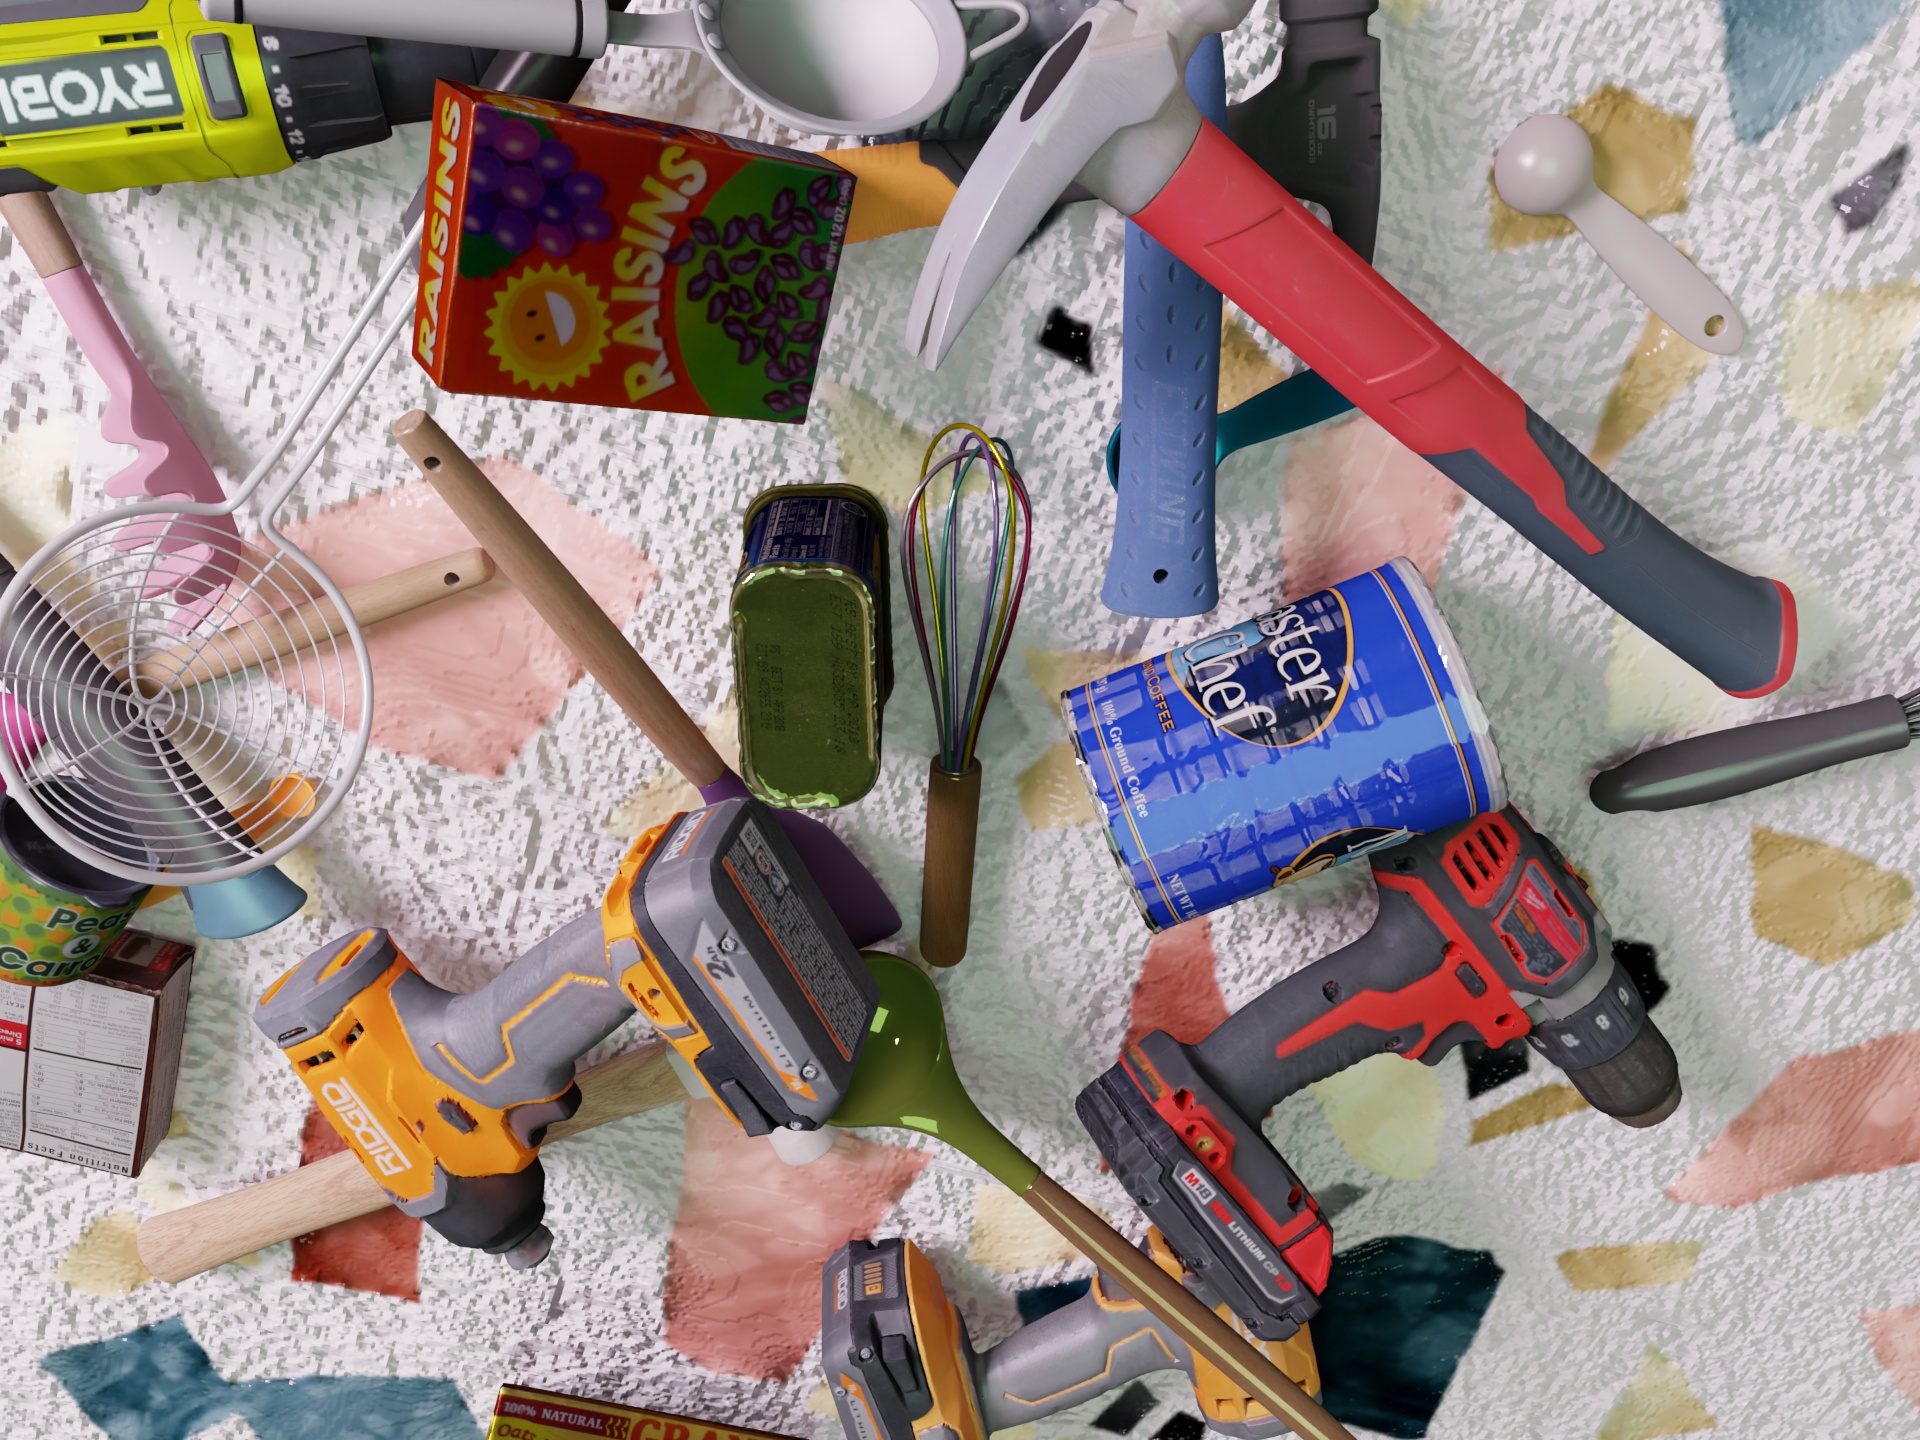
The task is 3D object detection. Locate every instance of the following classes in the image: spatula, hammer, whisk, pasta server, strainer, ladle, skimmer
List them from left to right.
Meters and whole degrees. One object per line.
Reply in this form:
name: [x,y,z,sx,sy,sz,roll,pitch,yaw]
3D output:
hammer: [-0.367,-0.048,0.595,0.128,0.033,0.330,-29,108,13]
pasta server: [-0.330,-0.177,0.545,0.040,0.060,0.316,-36,117,-32]
skimmer: [-0.181,-0.111,0.509,0.127,0.090,0.363,26,107,-43]
hammer: [-0.231,0.194,0.732,0.331,0.031,0.130,-21,115,9]
strainer: [-0.103,-0.205,0.470,0.258,0.087,0.050,-5,156,-25]
spatula: [-0.111,0.005,0.602,0.060,0.018,0.315,-23,133,10]
hammer: [-0.023,-0.177,0.554,0.337,0.034,0.127,-6,115,2]
whisk: [-0.002,-0.003,0.641,0.047,0.051,0.244,13,121,15]
ladle: [0.052,0.216,0.678,0.320,0.062,0.078,39,78,5]
hammer: [0.074,-0.227,0.494,0.144,0.035,0.405,-1,114,0]
hammer: [0.163,-0.089,0.543,0.386,0.038,0.143,29,105,-30]
whisk: [0.377,-0.001,0.646,0.239,0.055,0.055,-16,116,12]

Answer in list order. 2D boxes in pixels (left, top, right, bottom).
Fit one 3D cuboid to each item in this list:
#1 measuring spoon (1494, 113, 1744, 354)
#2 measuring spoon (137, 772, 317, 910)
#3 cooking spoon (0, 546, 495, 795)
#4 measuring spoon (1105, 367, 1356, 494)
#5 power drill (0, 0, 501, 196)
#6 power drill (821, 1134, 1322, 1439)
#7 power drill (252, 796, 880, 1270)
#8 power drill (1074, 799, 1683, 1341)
measuring spoon: [0.243,-0.170,0.572,0.124,0.018,0.034,34,110,-17]
measuring spoon: [-0.317,0.052,0.674,0.117,0.011,0.021,-28,106,16]
cooking spoon: [-0.332,-0.014,0.635,0.319,0.017,0.068,-18,116,8]
measuring spoon: [0.114,-0.117,0.600,0.128,0.021,0.042,-22,114,-1]
power drill: [-0.246,-0.277,0.470,0.190,0.080,0.228,-12,118,-13]
power drill: [0.050,0.272,0.752,0.226,0.084,0.185,-13,111,1]
power drill: [-0.150,0.136,0.636,0.226,0.084,0.164,-22,109,20]
power drill: [0.184,0.152,0.670,0.226,0.080,0.187,-41,105,-2]
